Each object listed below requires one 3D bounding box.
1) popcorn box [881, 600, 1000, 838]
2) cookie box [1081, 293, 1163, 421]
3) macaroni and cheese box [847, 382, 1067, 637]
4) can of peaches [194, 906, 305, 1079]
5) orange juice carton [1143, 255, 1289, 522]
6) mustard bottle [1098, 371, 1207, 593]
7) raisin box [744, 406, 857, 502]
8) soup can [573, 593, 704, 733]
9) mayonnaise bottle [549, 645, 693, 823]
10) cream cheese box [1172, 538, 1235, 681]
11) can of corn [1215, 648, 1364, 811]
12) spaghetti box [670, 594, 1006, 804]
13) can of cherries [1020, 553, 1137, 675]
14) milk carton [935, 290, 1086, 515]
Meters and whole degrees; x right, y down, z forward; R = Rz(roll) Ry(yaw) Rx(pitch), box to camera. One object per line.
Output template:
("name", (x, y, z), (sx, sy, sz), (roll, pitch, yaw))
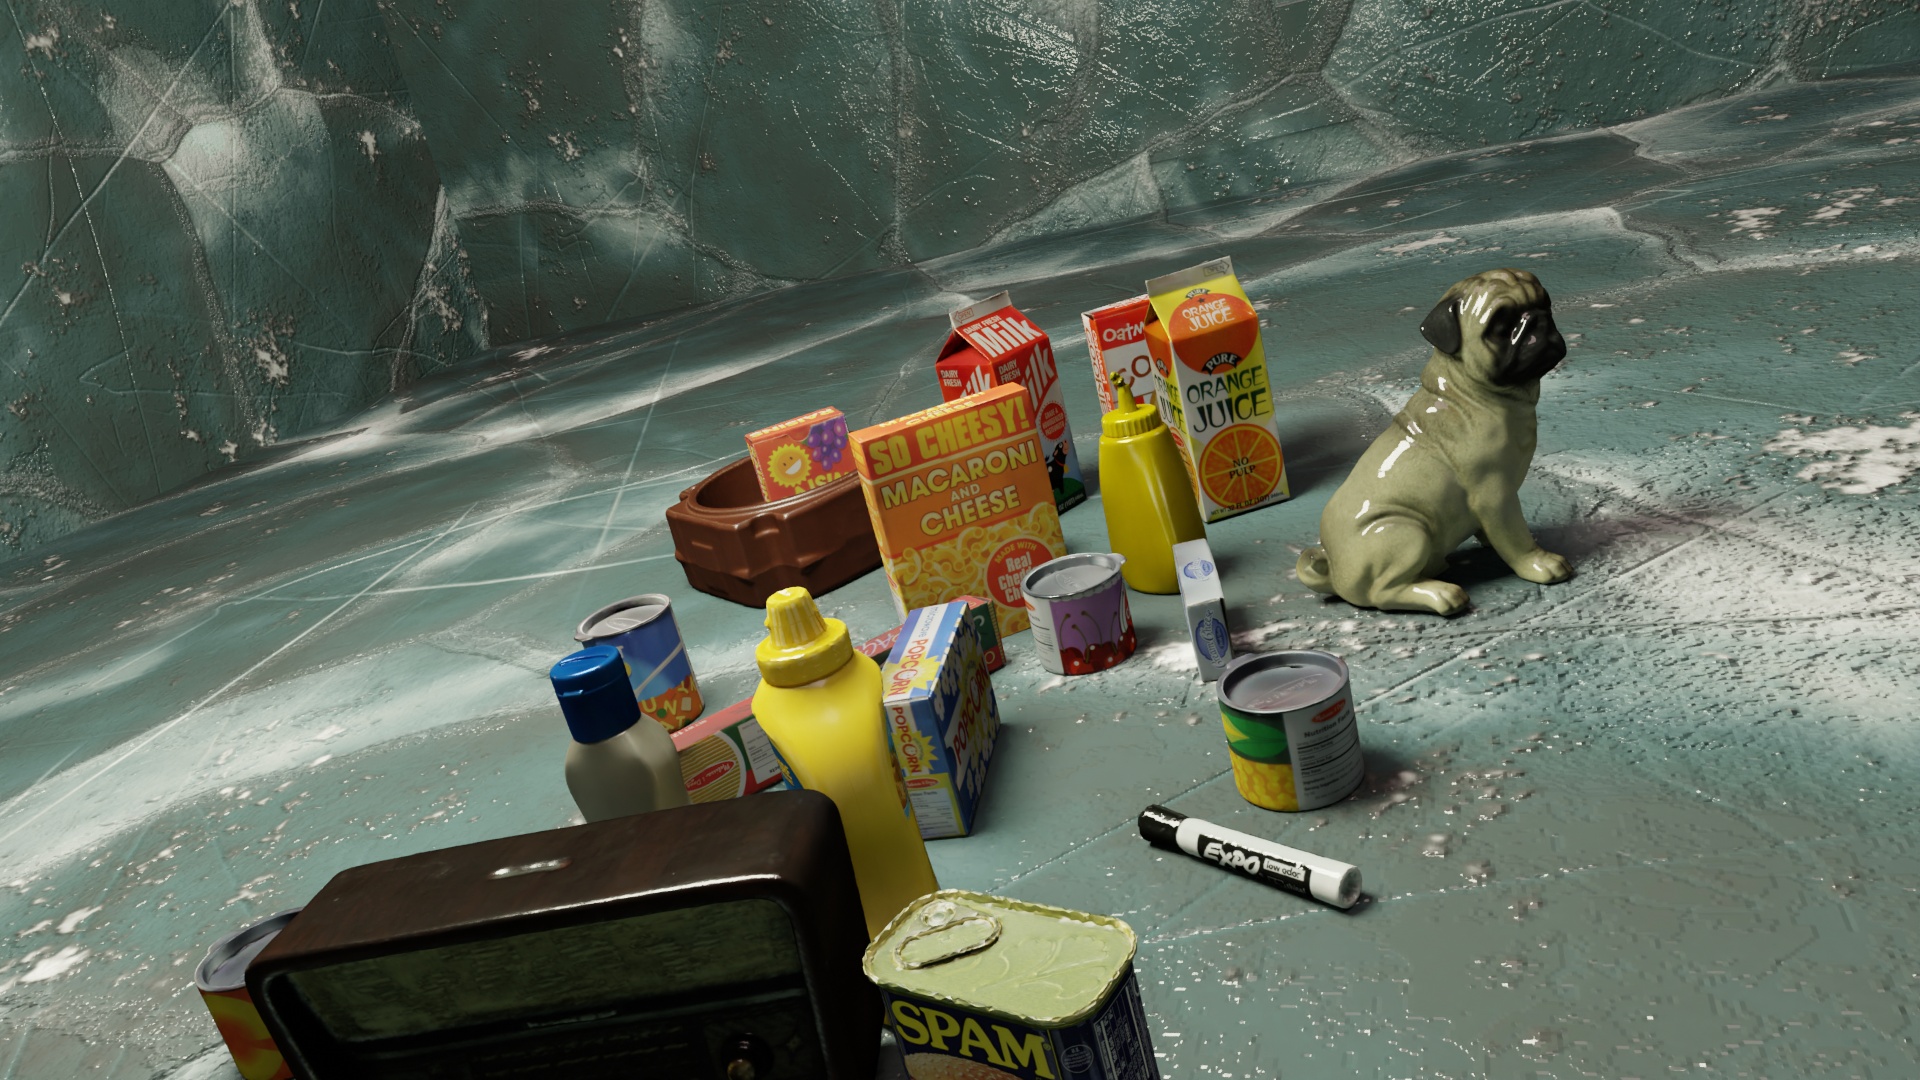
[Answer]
("popcorn box", (-0.012, 0.098, 0.784), (0.038, 0.085, 0.127), (-10, 19, 14))
("cookie box", (0.179, -0.123, 1.146), (0.123, 0.167, 0.040), (-17, 19, -8))
("macaroni and cheese box", (0.003, -0.012, 0.961), (0.124, 0.166, 0.040), (-19, 19, -13))
("can of peaches", (-0.341, 0.228, 0.699), (0.071, 0.058, 0.071), (-13, 19, 5))
("orange juice carton", (0.196, -0.119, 1.084), (0.072, 0.192, 0.073), (-16, 18, -5))
("mustard bottle", (0.128, -0.043, 0.966), (0.065, 0.159, 0.049), (4, 26, 43))
("raisin box", (-0.131, -0.046, 1.222), (0.086, 0.123, 0.040), (-20, 19, -14))
("soup can", (-0.224, 0.089, 0.967), (0.071, 0.083, 0.071), (-13, 19, 5))
("mayonnaise bottle", (-0.171, 0.127, 0.721), (0.065, 0.147, 0.041), (-9, 19, 16))
("cream cheese box", (0.153, 0.042, 0.872), (0.024, 0.053, 0.104), (-12, 19, 8))
("can of corn", (0.166, 0.095, 0.705), (0.071, 0.058, 0.071), (-13, 19, 5))
("spaghetti box", (-0.081, 0.104, 0.873), (0.251, 0.050, 0.029), (-24, 21, -27))
("can of cherries", (0.080, 0.047, 0.904), (0.071, 0.058, 0.072), (-13, 19, 5))
("milk carton", (0.039, -0.111, 1.179), (0.073, 0.190, 0.073), (-29, 23, -37))
